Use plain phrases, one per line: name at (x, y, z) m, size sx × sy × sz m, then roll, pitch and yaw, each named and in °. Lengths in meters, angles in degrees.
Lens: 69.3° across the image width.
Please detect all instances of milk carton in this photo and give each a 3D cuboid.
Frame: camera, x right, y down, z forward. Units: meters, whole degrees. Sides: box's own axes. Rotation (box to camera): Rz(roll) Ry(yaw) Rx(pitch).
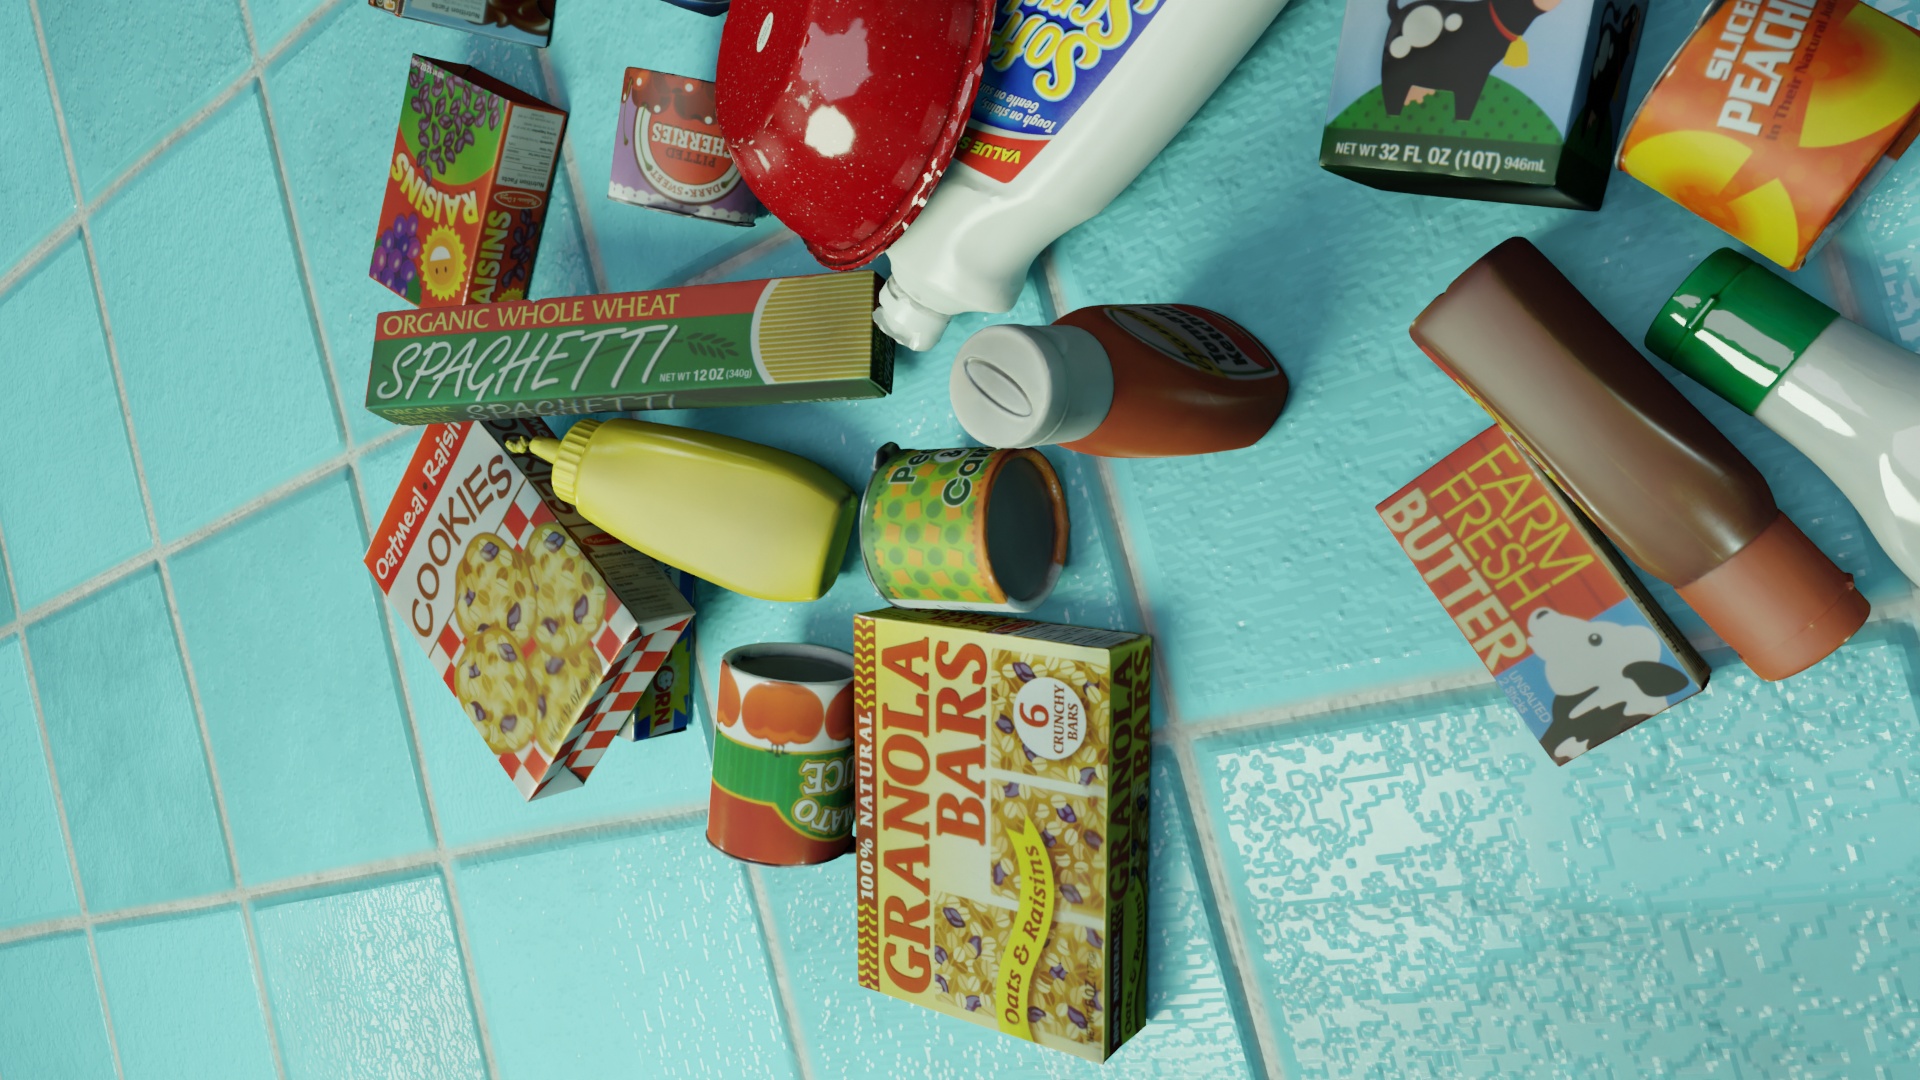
milk carton at (0.168, -0.200, 0.411) m, size 0.072 × 0.073 × 0.190 m, roll 15°, pitch 104°, yaw 32°

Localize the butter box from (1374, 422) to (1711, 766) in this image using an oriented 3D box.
butter box at (0.188, 0.016, 0.454) m, size 0.053 × 0.024 × 0.103 m, roll -41°, pitch 73°, yaw 30°

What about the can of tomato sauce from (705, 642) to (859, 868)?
can of tomato sauce at (-0.075, 0.094, 0.619) m, size 0.071 × 0.071 × 0.083 m, roll 13°, pitch 103°, yaw 33°

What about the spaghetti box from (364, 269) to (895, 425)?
spaghetti box at (-0.151, -0.083, 0.618) m, size 0.250 × 0.028 × 0.050 m, roll -2°, pitch 77°, yaw 16°

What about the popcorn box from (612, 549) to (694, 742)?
popcorn box at (-0.176, 0.029, 0.696) m, size 0.085 × 0.038 × 0.126 m, roll 12°, pitch 102°, yaw 33°

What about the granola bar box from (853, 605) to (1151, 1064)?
granola bar box at (0.015, 0.115, 0.575) m, size 0.124 × 0.039 × 0.165 m, roll 5°, pitch 99°, yaw 33°

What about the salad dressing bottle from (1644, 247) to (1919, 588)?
salad dressing bottle at (0.265, -0.027, 0.385) m, size 0.148 × 0.044 × 0.064 m, roll 43°, pitch 119°, yaw 24°

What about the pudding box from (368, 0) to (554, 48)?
pudding box at (-0.239, -0.273, 0.676) m, size 0.030 × 0.084 × 0.049 m, roll 26°, pitch 111°, yaw 32°

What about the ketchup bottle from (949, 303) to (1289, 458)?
ketchup bottle at (0.053, -0.053, 0.462) m, size 0.065 × 0.149 × 0.043 m, roll 40°, pitch 118°, yaw 24°

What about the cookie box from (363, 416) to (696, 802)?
cookie box at (-0.214, 0.021, 0.672) m, size 0.168 × 0.040 × 0.122 m, roll 47°, pitch 118°, yaw 22°

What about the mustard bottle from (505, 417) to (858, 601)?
mustard bottle at (-0.128, -0.023, 0.620) m, size 0.160 × 0.049 × 0.065 m, roll 19°, pitch 101°, yaw 7°

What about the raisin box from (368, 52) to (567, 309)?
raisin box at (-0.260, -0.180, 0.729) m, size 0.086 × 0.040 × 0.123 m, roll 30°, pitch 110°, yaw 27°

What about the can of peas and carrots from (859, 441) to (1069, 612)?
can of peas and carrots at (0.002, -0.007, 0.552) m, size 0.058 × 0.071 × 0.071 m, roll 0°, pitch 96°, yaw 34°

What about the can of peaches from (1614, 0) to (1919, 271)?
can of peaches at (0.227, -0.118, 0.382) m, size 0.058 × 0.071 × 0.071 m, roll 42°, pitch 117°, yaw 22°

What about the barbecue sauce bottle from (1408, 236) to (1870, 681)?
barbecue sauce bottle at (0.203, -0.025, 0.418) m, size 0.148 × 0.065 × 0.043 m, roll 49°, pitch 121°, yaw 10°

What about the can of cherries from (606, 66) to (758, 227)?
can of cherries at (-0.119, -0.174, 0.613) m, size 0.071 × 0.072 × 0.058 m, roll 21°, pitch 107°, yaw 31°
